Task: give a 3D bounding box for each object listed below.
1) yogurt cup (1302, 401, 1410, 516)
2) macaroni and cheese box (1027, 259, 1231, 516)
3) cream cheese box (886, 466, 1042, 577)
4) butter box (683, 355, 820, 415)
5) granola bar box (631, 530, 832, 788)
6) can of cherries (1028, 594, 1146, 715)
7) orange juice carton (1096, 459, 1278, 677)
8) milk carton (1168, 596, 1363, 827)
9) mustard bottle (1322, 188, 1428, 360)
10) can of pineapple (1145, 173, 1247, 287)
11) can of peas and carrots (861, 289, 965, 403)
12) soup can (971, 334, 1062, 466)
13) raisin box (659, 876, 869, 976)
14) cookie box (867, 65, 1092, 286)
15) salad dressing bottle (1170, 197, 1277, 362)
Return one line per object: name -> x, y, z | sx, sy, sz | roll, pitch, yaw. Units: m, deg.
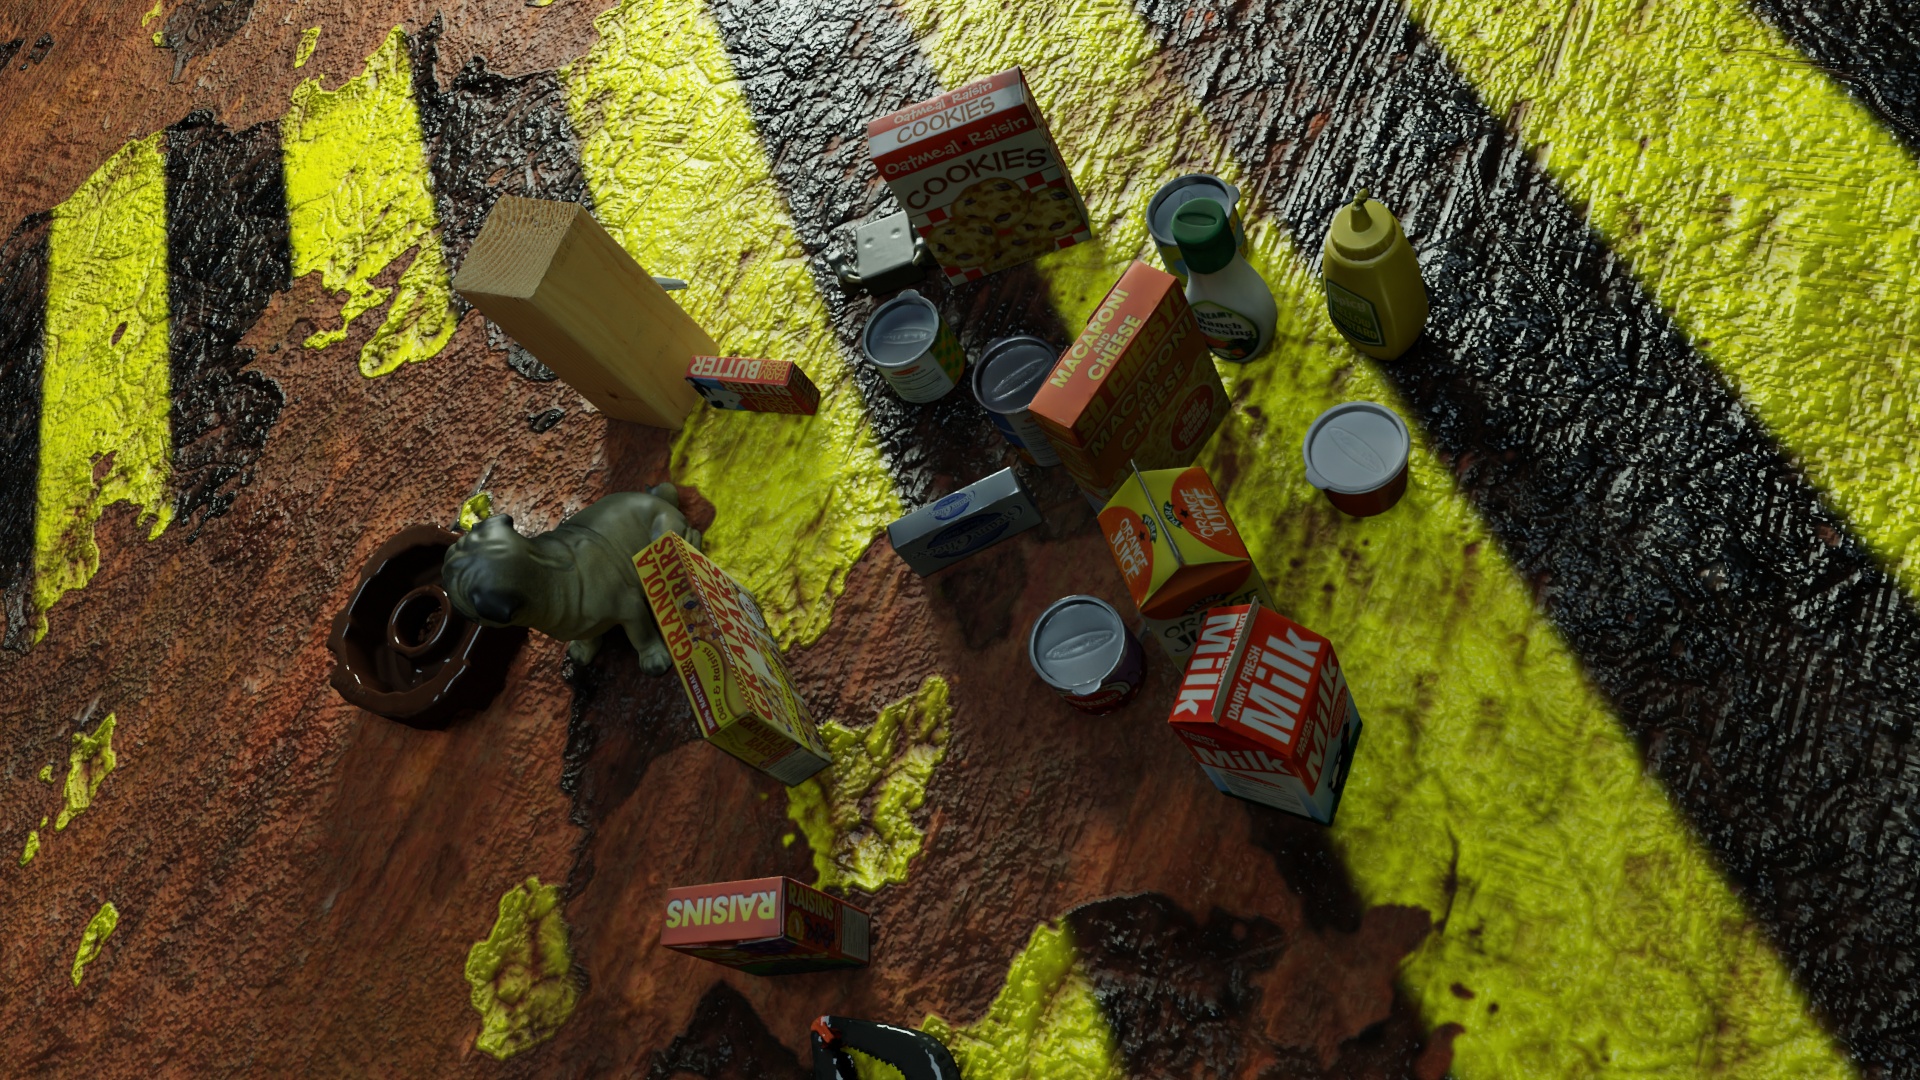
yogurt cup -> 0.265, -0.051, 0.919 | 0.072, 0.053, 0.072 | -10, 62, 19
macaroni and cheese box -> 0.117, -0.090, 0.936 | 0.040, 0.166, 0.124 | 30, 80, 32
cream cheese box -> 0.004, -0.013, 1.014 | 0.104, 0.053, 0.024 | -25, 58, 10
butter box -> -0.171, -0.128, 1.150 | 0.103, 0.053, 0.024 | 7, 68, 26
granola bar box -> -0.164, 0.086, 0.994 | 0.039, 0.124, 0.166 | -34, 56, 5
can of cherries -> 0.086, 0.080, 0.928 | 0.071, 0.058, 0.072 | -10, 62, 19
orange juice carton -> 0.143, 0.020, 0.853 | 0.073, 0.192, 0.072 | -26, 58, 10
milk carton -> 0.176, 0.099, 0.800 | 0.073, 0.190, 0.072 | 13, 71, 29
mustard bottle -> 0.270, -0.180, 0.919 | 0.065, 0.160, 0.049 | 37, 84, 33
can of pineapple -> 0.180, -0.232, 1.046 | 0.071, 0.057, 0.071 | -10, 62, 19
can of peas and carrots -> -0.036, -0.153, 1.099 | 0.071, 0.058, 0.071 | -10, 62, 19
soup can -> 0.053, -0.103, 1.021 | 0.071, 0.083, 0.071 | -10, 62, 19
raisin box -> -0.123, 0.250, 0.893 | 0.086, 0.123, 0.040 | -10, 62, 19
cookie box -> 0.018, -0.277, 1.074 | 0.123, 0.167, 0.040 | -16, 60, 16
salad dressing bottle -> 0.181, -0.179, 0.965 | 0.064, 0.147, 0.044 | 15, 72, 29
